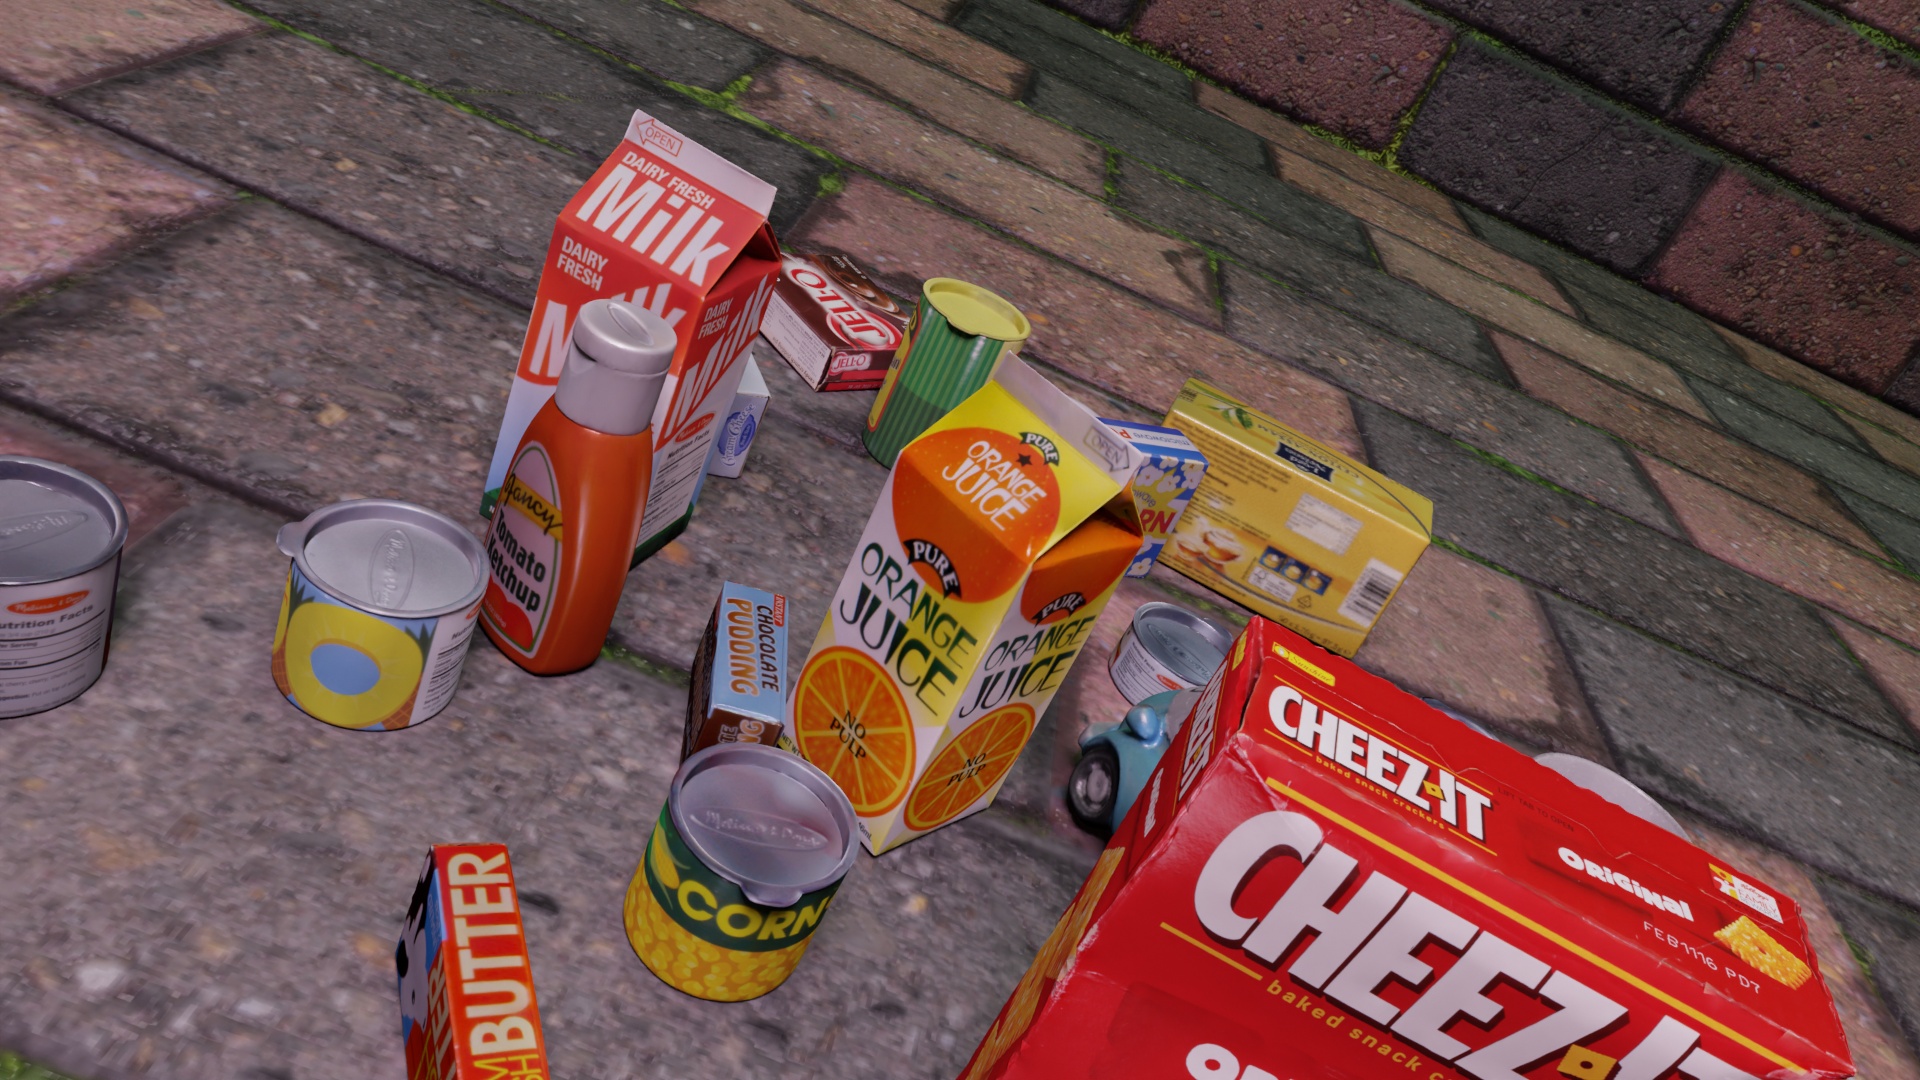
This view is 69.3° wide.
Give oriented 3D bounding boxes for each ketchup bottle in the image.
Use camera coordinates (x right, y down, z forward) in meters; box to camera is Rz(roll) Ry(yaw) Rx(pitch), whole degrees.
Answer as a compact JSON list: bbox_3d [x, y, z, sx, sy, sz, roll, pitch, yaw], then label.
[{"bbox_3d":[-0.148,-0.021,0.538,0.044,0.148,0.065,-11,46,-48],"label":"ketchup bottle"}]

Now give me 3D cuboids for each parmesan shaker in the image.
[{"bbox_3d":[-0.011,-0.091,0.806,0.071,0.102,0.071,20,30,-12],"label":"parmesan shaker"}]

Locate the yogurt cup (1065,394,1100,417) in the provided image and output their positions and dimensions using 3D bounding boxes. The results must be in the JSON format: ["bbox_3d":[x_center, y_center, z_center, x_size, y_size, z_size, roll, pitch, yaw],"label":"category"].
[{"bbox_3d":[0.052,-0.054,0.848,0.072,0.053,0.073,20,30,-12],"label":"yogurt cup"}]

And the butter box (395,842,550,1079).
[{"bbox_3d":[-0.136,0.140,0.386,0.024,0.053,0.104,7,35,-32],"label":"butter box"}]

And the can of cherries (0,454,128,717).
[{"bbox_3d":[-0.310,0.013,0.447,0.071,0.058,0.072,20,30,-12],"label":"can of cherries"}]

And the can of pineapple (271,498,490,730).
[{"bbox_3d":[-0.212,0.026,0.504,0.071,0.057,0.071,20,30,-12],"label":"can of pineapple"}]

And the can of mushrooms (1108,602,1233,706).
[{"bbox_3d":[0.114,0.066,0.726,0.071,0.033,0.071,20,30,-12],"label":"can of mushrooms"}]

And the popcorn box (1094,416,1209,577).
[{"bbox_3d":[0.068,-0.026,0.783,0.127,0.084,0.038,5,35,-33],"label":"popcorn box"}]

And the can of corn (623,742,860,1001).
[{"bbox_3d":[-0.075,0.114,0.472,0.071,0.058,0.071,20,30,-12],"label":"can of corn"}]

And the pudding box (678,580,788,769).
[{"bbox_3d":[-0.090,0.061,0.555,0.030,0.049,0.084,17,30,-16],"label":"pudding box"}]

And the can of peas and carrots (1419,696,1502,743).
[{"bbox_3d":[0.240,0.125,0.705,0.071,0.058,0.071,20,30,-12],"label":"can of peas and carrots"}]

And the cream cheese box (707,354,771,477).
[{"bbox_3d":[-0.133,-0.085,0.750,0.024,0.053,0.104,8,34,-31],"label":"cream cheese box"}]

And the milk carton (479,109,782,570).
[{"bbox_3d":[-0.139,-0.083,0.603,0.072,0.189,0.074,30,29,7],"label":"milk carton"}]

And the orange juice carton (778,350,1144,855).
[{"bbox_3d":[0.003,0.025,0.540,0.073,0.191,0.072,-11,46,-48],"label":"orange juice carton"}]
